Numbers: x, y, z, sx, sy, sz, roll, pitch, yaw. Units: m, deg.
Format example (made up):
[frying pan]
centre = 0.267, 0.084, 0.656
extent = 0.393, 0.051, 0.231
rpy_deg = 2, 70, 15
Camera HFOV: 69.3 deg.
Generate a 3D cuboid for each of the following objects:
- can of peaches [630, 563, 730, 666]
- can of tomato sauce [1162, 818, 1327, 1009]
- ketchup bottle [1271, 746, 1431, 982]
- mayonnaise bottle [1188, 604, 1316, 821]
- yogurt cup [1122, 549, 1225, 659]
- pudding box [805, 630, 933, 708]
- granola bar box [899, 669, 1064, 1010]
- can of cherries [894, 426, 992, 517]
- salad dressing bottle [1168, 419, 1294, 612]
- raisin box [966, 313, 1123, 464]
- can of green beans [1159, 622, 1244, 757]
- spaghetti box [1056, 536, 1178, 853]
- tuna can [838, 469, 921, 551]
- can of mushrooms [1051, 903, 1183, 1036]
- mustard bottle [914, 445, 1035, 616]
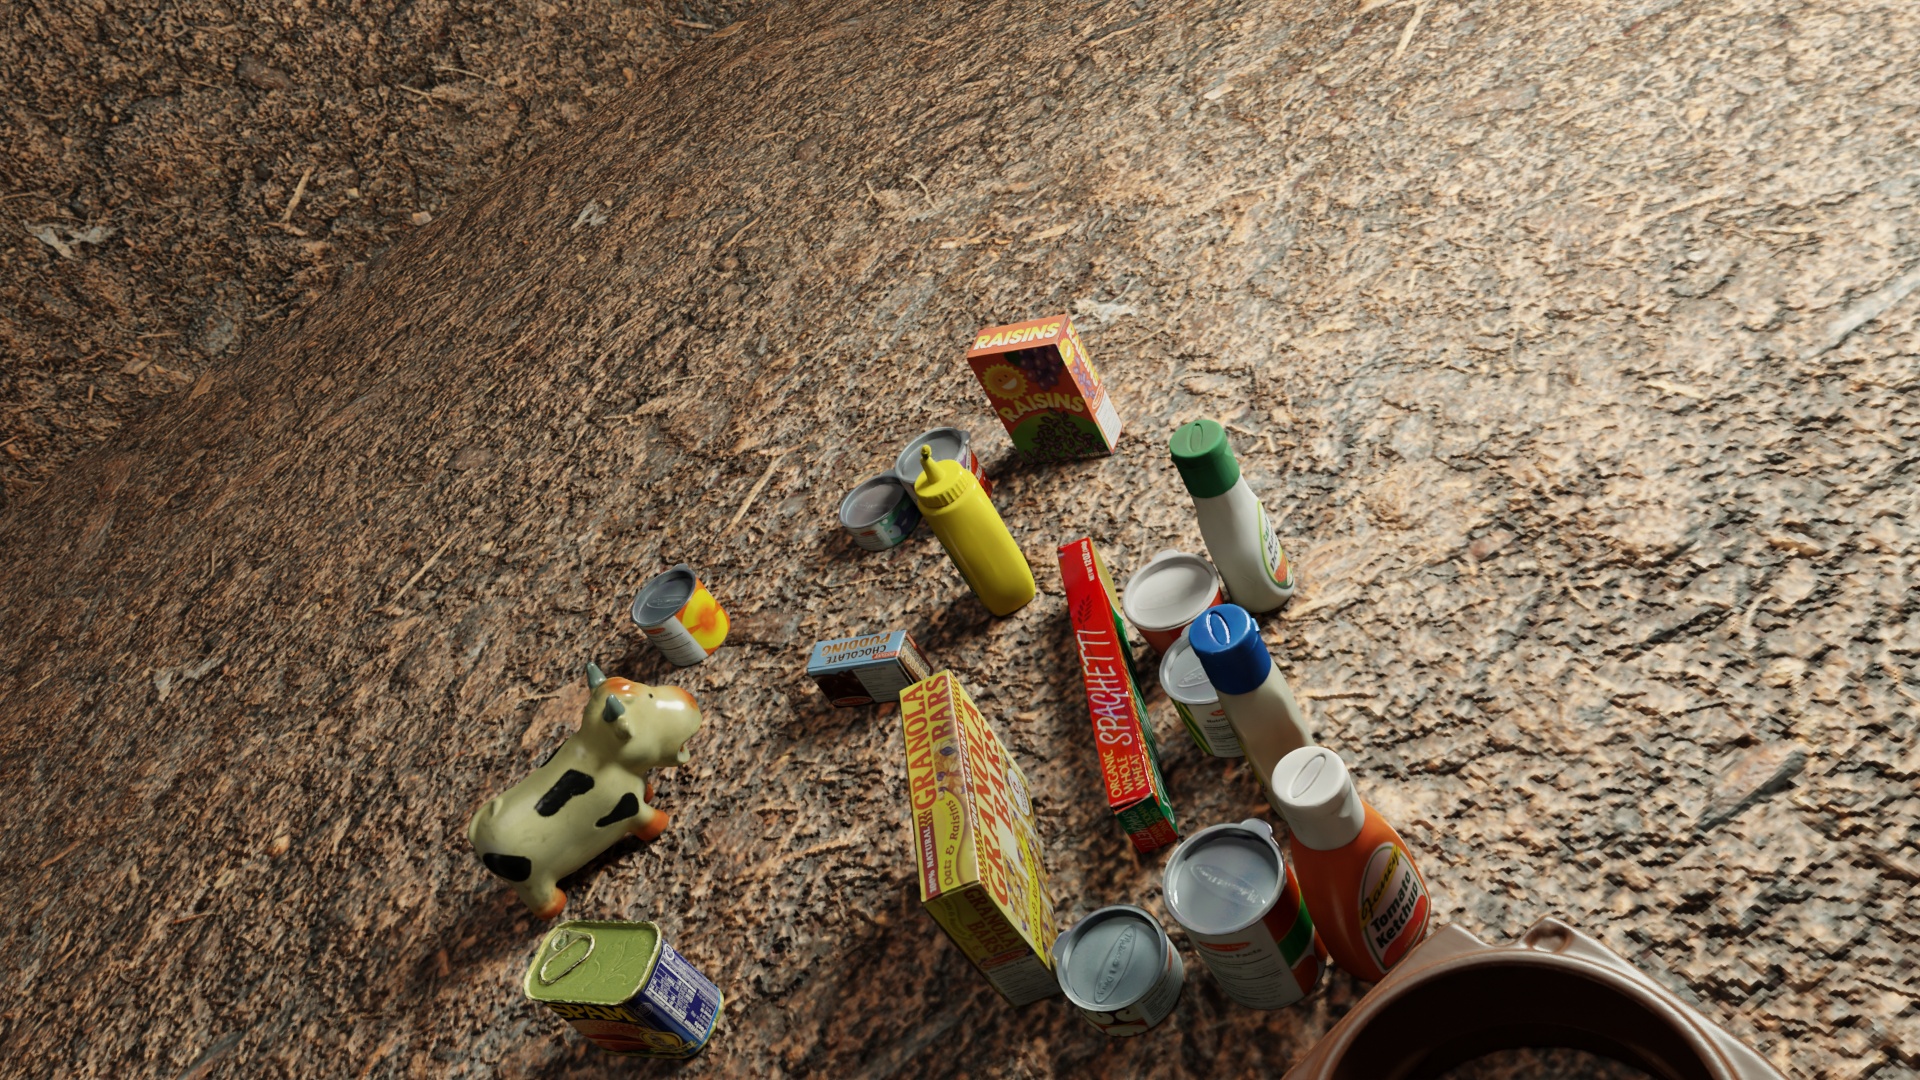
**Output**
[can of peaches]
centre = -0.242, 0.065, 1.209
extent = 0.071, 0.058, 0.071
rpy_deg = -20, 38, 17
[can of tomato sauce]
centre = 0.155, 0.201, 0.747
extent = 0.071, 0.082, 0.071
rpy_deg = -20, 38, 17
[ketchup bottle]
centre = 0.197, 0.162, 0.707
extent = 0.043, 0.148, 0.065
rpy_deg = 18, 59, 46
[mayonnaise bottle]
centre = 0.172, 0.097, 0.799
extent = 0.041, 0.147, 0.065
rpy_deg = -25, 37, 10
[yogurt cup]
centre = 0.151, 0.050, 0.947
extent = 0.072, 0.053, 0.073
rpy_deg = -20, 38, 17
[pudding box]
centre = -0.069, 0.098, 1.054
extent = 0.083, 0.049, 0.030
rpy_deg = -10, 42, 27
[granola bar box]
centre = 0.011, 0.179, 0.842
extent = 0.039, 0.123, 0.166
rpy_deg = -24, 37, 11
[can of cherries]
centre = -0.012, -0.054, 1.180
extent = 0.071, 0.058, 0.072
rpy_deg = -20, 38, 17
[salad dressing bottle]
centre = 0.180, -0.015, 0.923
extent = 0.044, 0.147, 0.064
rpy_deg = -13, 41, 24
[raisin box]
centre = 0.071, -0.122, 1.144
extent = 0.086, 0.123, 0.040
rpy_deg = -5, 45, 32
[can of green beans]
centre = 0.167, 0.095, 0.881
extent = 0.071, 0.057, 0.071
rpy_deg = -20, 38, 17
[spaghetti box]
centre = 0.102, 0.095, 0.934
extent = 0.028, 0.050, 0.251
rpy_deg = -23, 37, 12
[tuna can]
centre = -0.069, -0.026, 1.210
extent = 0.071, 0.032, 0.071
rpy_deg = -20, 38, 16
[can of mushrooms]
centre = 0.089, 0.243, 0.788
extent = 0.071, 0.033, 0.071
rpy_deg = -20, 38, 16
[mustard bottle]
centre = 0.004, -0.013, 1.036
extent = 0.049, 0.159, 0.065
rpy_deg = -32, 36, 1
